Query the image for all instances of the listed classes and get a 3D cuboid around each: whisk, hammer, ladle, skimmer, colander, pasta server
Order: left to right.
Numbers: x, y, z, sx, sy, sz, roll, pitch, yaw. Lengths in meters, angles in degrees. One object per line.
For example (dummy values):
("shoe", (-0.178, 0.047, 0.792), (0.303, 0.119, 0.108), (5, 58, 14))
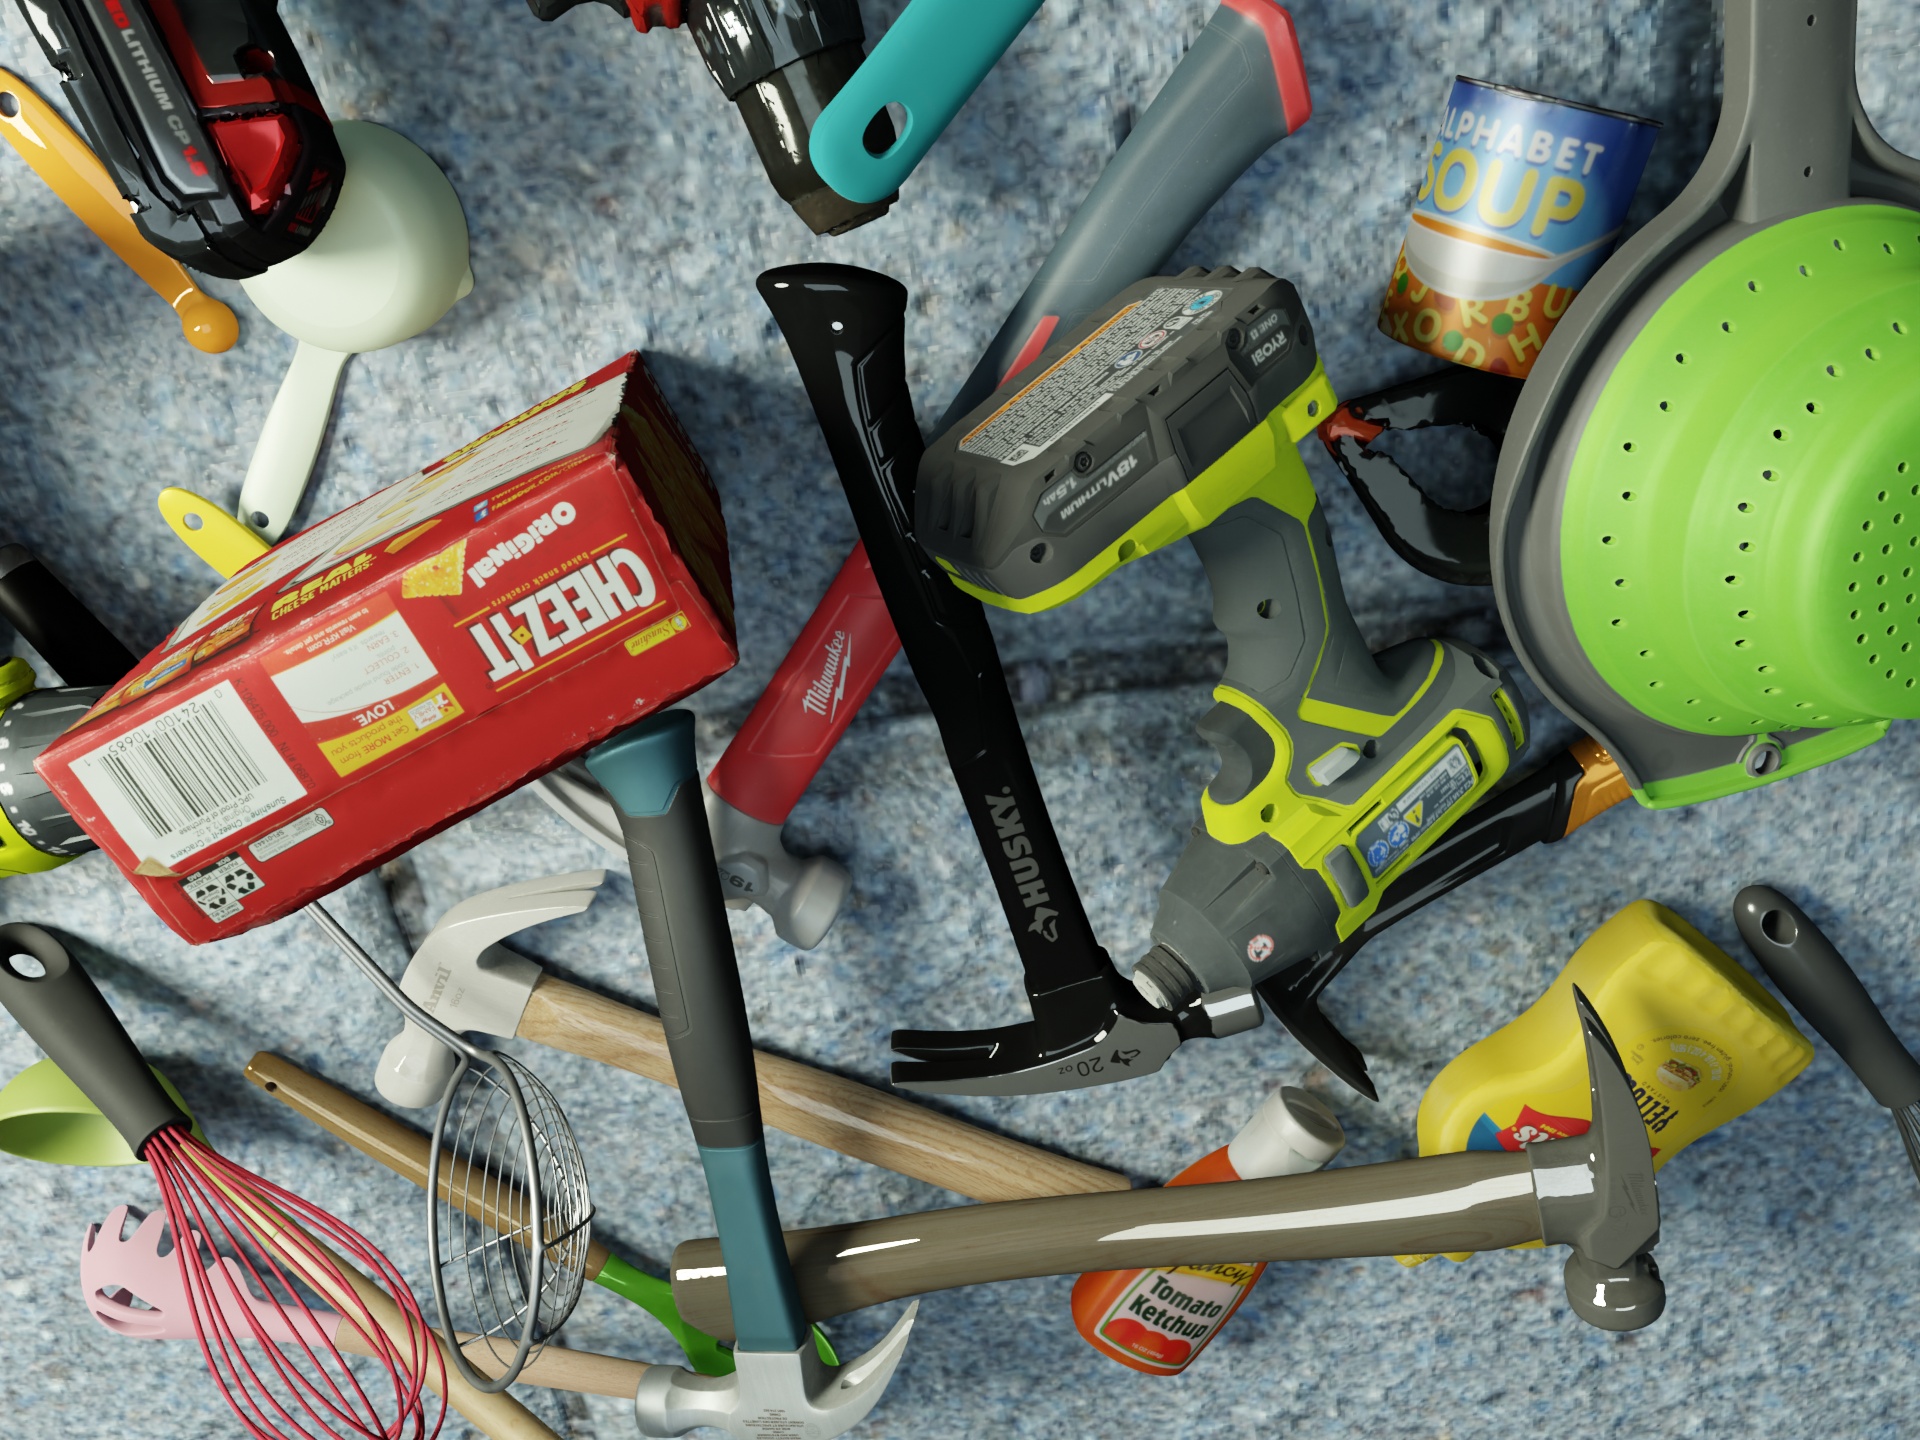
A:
("whisk", (-0.301, 0.177, 0.621), (0.296, 0.073, 0.073), (40, 113, 21))
("skimmer", (-0.268, 0.095, 0.608), (0.363, 0.090, 0.127), (51, 141, -9))
("ladle", (-0.271, 0.240, 0.659), (0.320, 0.062, 0.078), (34, 148, 11))
("pasta server", (-0.258, 0.283, 0.739), (0.316, 0.040, 0.060), (10, 114, -1))
("hammer", (-0.096, 0.154, 0.634), (0.128, 0.033, 0.330), (-4, 110, 13))
("hammer", (-0.078, 0.160, 0.692), (0.331, 0.031, 0.130), (22, 113, -9))
("hammer", (-0.017, -0.090, 0.575), (0.143, 0.038, 0.386), (31, 111, -11))
("hammer", (-0.001, -0.002, 0.573), (0.146, 0.035, 0.334), (-18, 114, 6))
("hammer", (0.070, 0.204, 0.661), (0.410, 0.038, 0.146), (-11, 113, 13))
("hammer", (0.260, 0.023, 0.624), (0.337, 0.034, 0.127), (-35, 109, 15))
("colander", (0.263, -0.138, 0.458), (0.204, 0.095, 0.396), (-16, 115, -8))
("whisk", (0.402, 0.154, 0.675), (0.055, 0.055, 0.239), (-40, 103, 17))

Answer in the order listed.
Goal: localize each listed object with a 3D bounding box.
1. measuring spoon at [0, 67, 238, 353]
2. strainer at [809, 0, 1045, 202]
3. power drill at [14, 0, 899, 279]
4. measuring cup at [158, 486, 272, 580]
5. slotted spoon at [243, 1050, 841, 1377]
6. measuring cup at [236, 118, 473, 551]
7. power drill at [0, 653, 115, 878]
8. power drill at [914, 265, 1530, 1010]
("measuring spoon", (-0.298, -0.176, 0.553), (0.021, 0.011, 0.116), (-33, 110, 14))
("strainer", (0.063, -0.291, 0.433), (0.210, 0.095, 0.340), (32, 106, -35))
("power drill", (-0.140, -0.208, 0.480), (0.226, 0.080, 0.187), (-25, 106, -4))
("measuring cup", (-0.242, -0.027, 0.604), (0.062, 0.029, 0.156), (-37, 115, 16))
("slotted spoon", (-0.186, 0.237, 0.732), (0.313, 0.031, 0.070), (35, 110, -12))
("measuring cup", (-0.231, -0.127, 0.560), (0.083, 0.038, 0.167), (25, 111, -10))
("power drill", (-0.351, -0.050, 0.525), (0.190, 0.080, 0.228), (-10, 114, 11))
("power drill", (0.088, -0.019, 0.533), (0.171, 0.080, 0.223), (-41, 119, -12))
